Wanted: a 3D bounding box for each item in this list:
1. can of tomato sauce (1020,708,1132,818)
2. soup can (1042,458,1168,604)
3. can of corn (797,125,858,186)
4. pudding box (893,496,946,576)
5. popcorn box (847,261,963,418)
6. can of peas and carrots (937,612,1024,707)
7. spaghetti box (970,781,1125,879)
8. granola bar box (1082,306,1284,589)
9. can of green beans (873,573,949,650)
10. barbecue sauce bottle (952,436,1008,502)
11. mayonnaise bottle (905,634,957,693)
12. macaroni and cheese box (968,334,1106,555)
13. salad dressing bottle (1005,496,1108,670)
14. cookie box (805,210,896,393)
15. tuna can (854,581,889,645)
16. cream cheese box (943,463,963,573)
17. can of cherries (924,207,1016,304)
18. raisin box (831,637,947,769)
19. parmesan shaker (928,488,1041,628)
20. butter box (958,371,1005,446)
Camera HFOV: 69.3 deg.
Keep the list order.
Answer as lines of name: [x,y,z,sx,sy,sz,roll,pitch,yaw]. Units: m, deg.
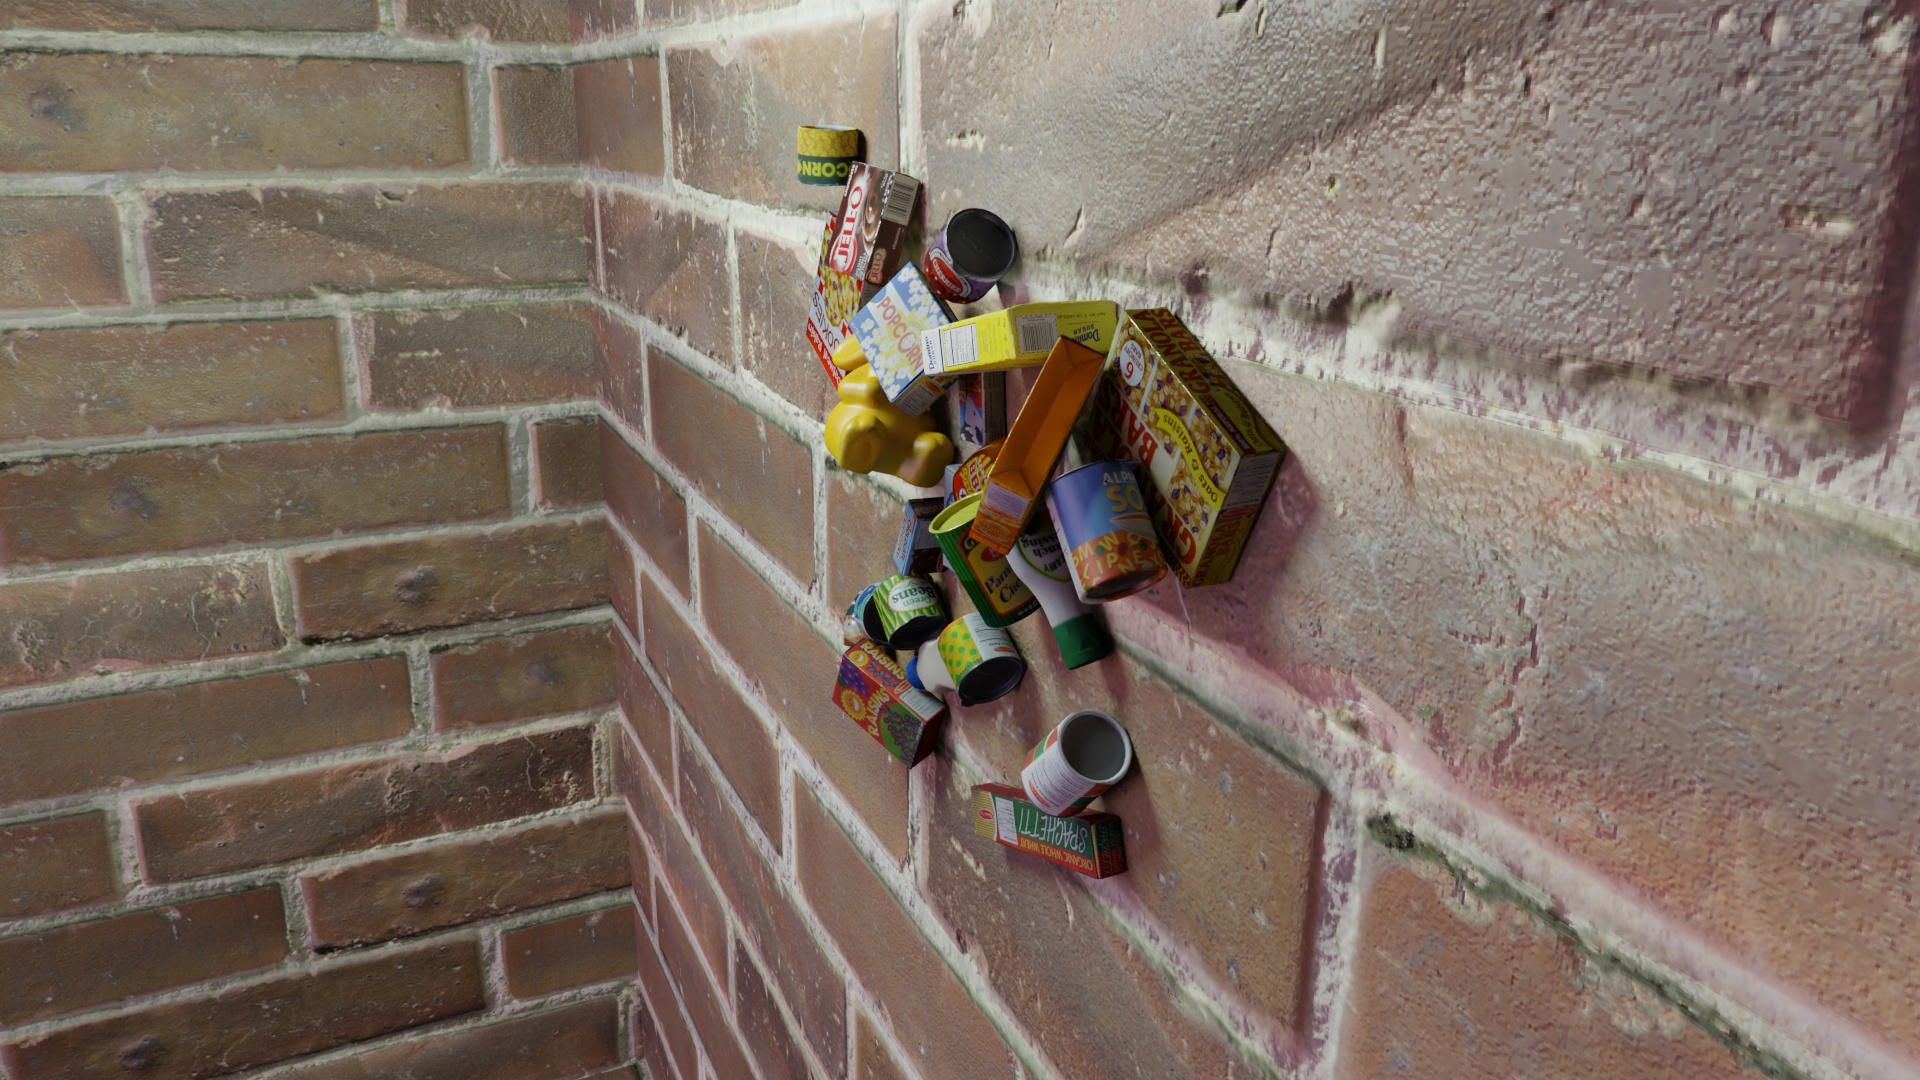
can of tomato sauce: [0.096,0.182,1.141,0.082,0.071,0.071,124,133,-55]
soup can: [0.104,-0.007,0.971,0.071,0.071,0.084,-50,54,59]
can of corn: [-0.143,-0.414,1.495,0.071,0.071,0.058,-142,50,-57]
pudding box: [-0.034,-0.004,1.394,0.083,0.050,0.030,105,149,-41]
popcorn box: [-0.043,-0.182,1.262,0.085,0.038,0.127,-42,48,15]
can of peas and carrots: [0.017,0.110,1.290,0.070,0.071,0.059,106,148,-42]
spaghetti box: [0.073,0.259,1.255,0.249,0.029,0.050,174,89,-66]
granola bar box: [0.151,-0.067,0.974,0.123,0.039,0.166,104,148,-41]
can of green beans: [-0.051,0.072,1.434,0.071,0.071,0.058,115,140,-51]
barbecue sauce bottle: [0.039,-0.061,1.220,0.148,0.044,0.065,-43,63,61]
mayonnaise bottle: [-0.015,0.125,1.401,0.147,0.041,0.065,150,112,-66]
macaroni and cheese box: [0.056,-0.066,1.055,0.124,0.040,0.166,-62,-3,-15]
salad dressing bottle: [0.079,0.032,1.144,0.044,0.064,0.148,132,119,-70]
cookie box: [-0.122,-0.259,1.530,0.166,0.040,0.123,106,146,-40]
tuna can: [-0.078,0.076,1.501,0.033,0.071,0.071,-164,69,-65]
cream cheese box: [0.005,-0.017,1.334,0.053,0.024,0.103,-144,51,-59]
can of cherries: [0.006,-0.245,1.208,0.058,0.072,0.071,147,113,-64]
raisin box: [-0.078,0.175,1.498,0.123,0.040,0.085,38,138,21]
parmesan shaker: [0.029,0.015,1.199,0.103,0.071,0.071,59,162,-18]
butter box: [0.019,-0.140,1.267,0.053,0.024,0.103,-157,62,-62]
